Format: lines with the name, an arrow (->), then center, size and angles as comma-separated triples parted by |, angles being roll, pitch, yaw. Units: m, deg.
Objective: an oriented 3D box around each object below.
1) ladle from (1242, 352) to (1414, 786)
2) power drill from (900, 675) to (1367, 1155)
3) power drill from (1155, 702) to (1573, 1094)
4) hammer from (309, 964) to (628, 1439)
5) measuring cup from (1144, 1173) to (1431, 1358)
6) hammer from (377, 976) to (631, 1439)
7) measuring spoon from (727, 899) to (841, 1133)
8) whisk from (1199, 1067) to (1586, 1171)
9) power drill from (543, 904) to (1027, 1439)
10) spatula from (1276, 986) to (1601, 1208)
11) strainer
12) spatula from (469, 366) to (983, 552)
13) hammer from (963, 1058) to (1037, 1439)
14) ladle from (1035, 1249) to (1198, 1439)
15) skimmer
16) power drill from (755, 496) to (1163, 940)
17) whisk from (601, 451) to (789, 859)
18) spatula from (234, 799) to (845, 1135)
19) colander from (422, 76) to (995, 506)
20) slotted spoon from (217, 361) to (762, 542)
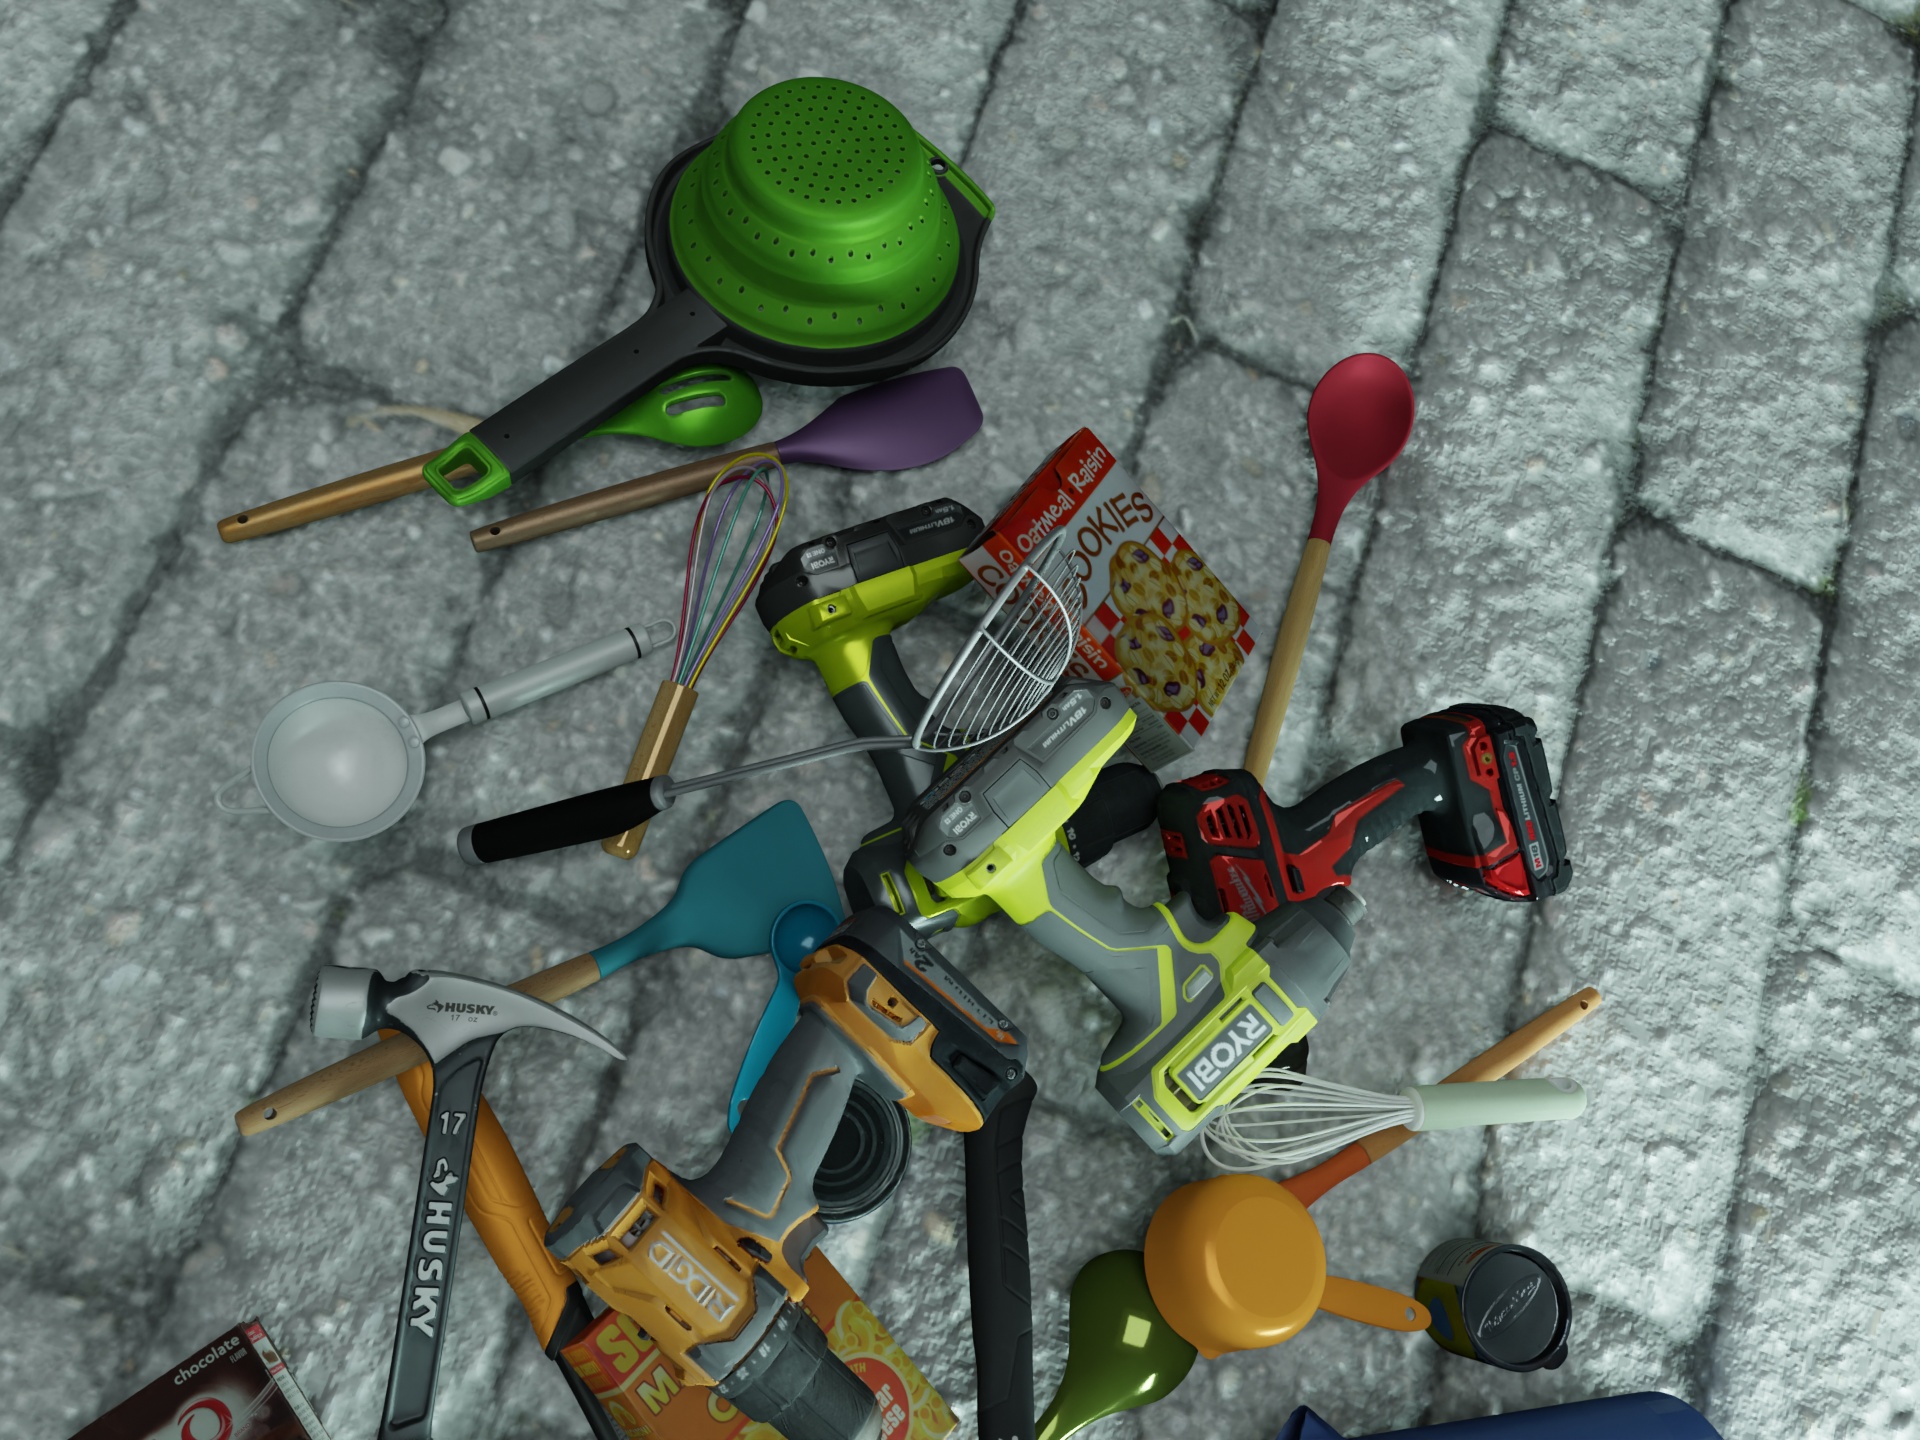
ladle -> 0.220, -0.088, 0.997 | 0.069, 0.031, 0.315 | 20, 75, -4
power drill -> 0.093, 0.090, 0.827 | 0.171, 0.080, 0.223 | -43, 98, -6
power drill -> 0.233, 0.098, 0.920 | 0.226, 0.080, 0.188 | -17, 97, -14
hammer -> -0.254, 0.325, 0.748 | 0.149, 0.036, 0.409 | 8, 82, -18
measuring cup -> 0.185, 0.293, 0.834 | 0.173, 0.052, 0.095 | 18, 62, -12
hammer -> -0.221, 0.287, 0.808 | 0.127, 0.034, 0.337 | -27, 83, -18
measuring spoon -> -0.100, 0.157, 0.848 | 0.042, 0.021, 0.129 | 26, 75, -25
whisk -> 0.245, 0.218, 0.888 | 0.246, 0.058, 0.059 | 1, 106, -18
power drill -> -0.062, 0.228, 0.782 | 0.185, 0.084, 0.226 | 45, 63, -4
spatula -> 0.254, 0.237, 0.915 | 0.322, 0.041, 0.081 | -28, 82, -18
strainer -> -0.272, -0.003, 0.867 | 0.258, 0.050, 0.087 | -24, 88, -22
spatula -> -0.132, -0.149, 0.942 | 0.316, 0.018, 0.060 | -19, 78, -16
hammer -> 0.017, 0.329, 0.797 | 0.146, 0.035, 0.335 | 1, 59, -5
ladle -> 0.006, 0.408, 0.827 | 0.320, 0.062, 0.078 | -44, 88, -11
skimmer -> -0.106, -0.005, 0.809 | 0.363, 0.127, 0.090 | -15, 98, 15
power drill -> -0.001, -0.003, 0.904 | 0.190, 0.080, 0.228 | -21, 84, -21
whisk -> -0.153, -0.040, 0.898 | 0.047, 0.051, 0.245 | 20, 80, -6
spatula -> -0.211, 0.136, 0.822 | 0.317, 0.044, 0.082 | -23, 95, -29
colander -> -0.138, -0.256, 0.901 | 0.204, 0.094, 0.397 | 44, 66, 10
slotted spoon -> -0.264, -0.154, 0.912 | 0.313, 0.031, 0.070 | -20, 69, -14
